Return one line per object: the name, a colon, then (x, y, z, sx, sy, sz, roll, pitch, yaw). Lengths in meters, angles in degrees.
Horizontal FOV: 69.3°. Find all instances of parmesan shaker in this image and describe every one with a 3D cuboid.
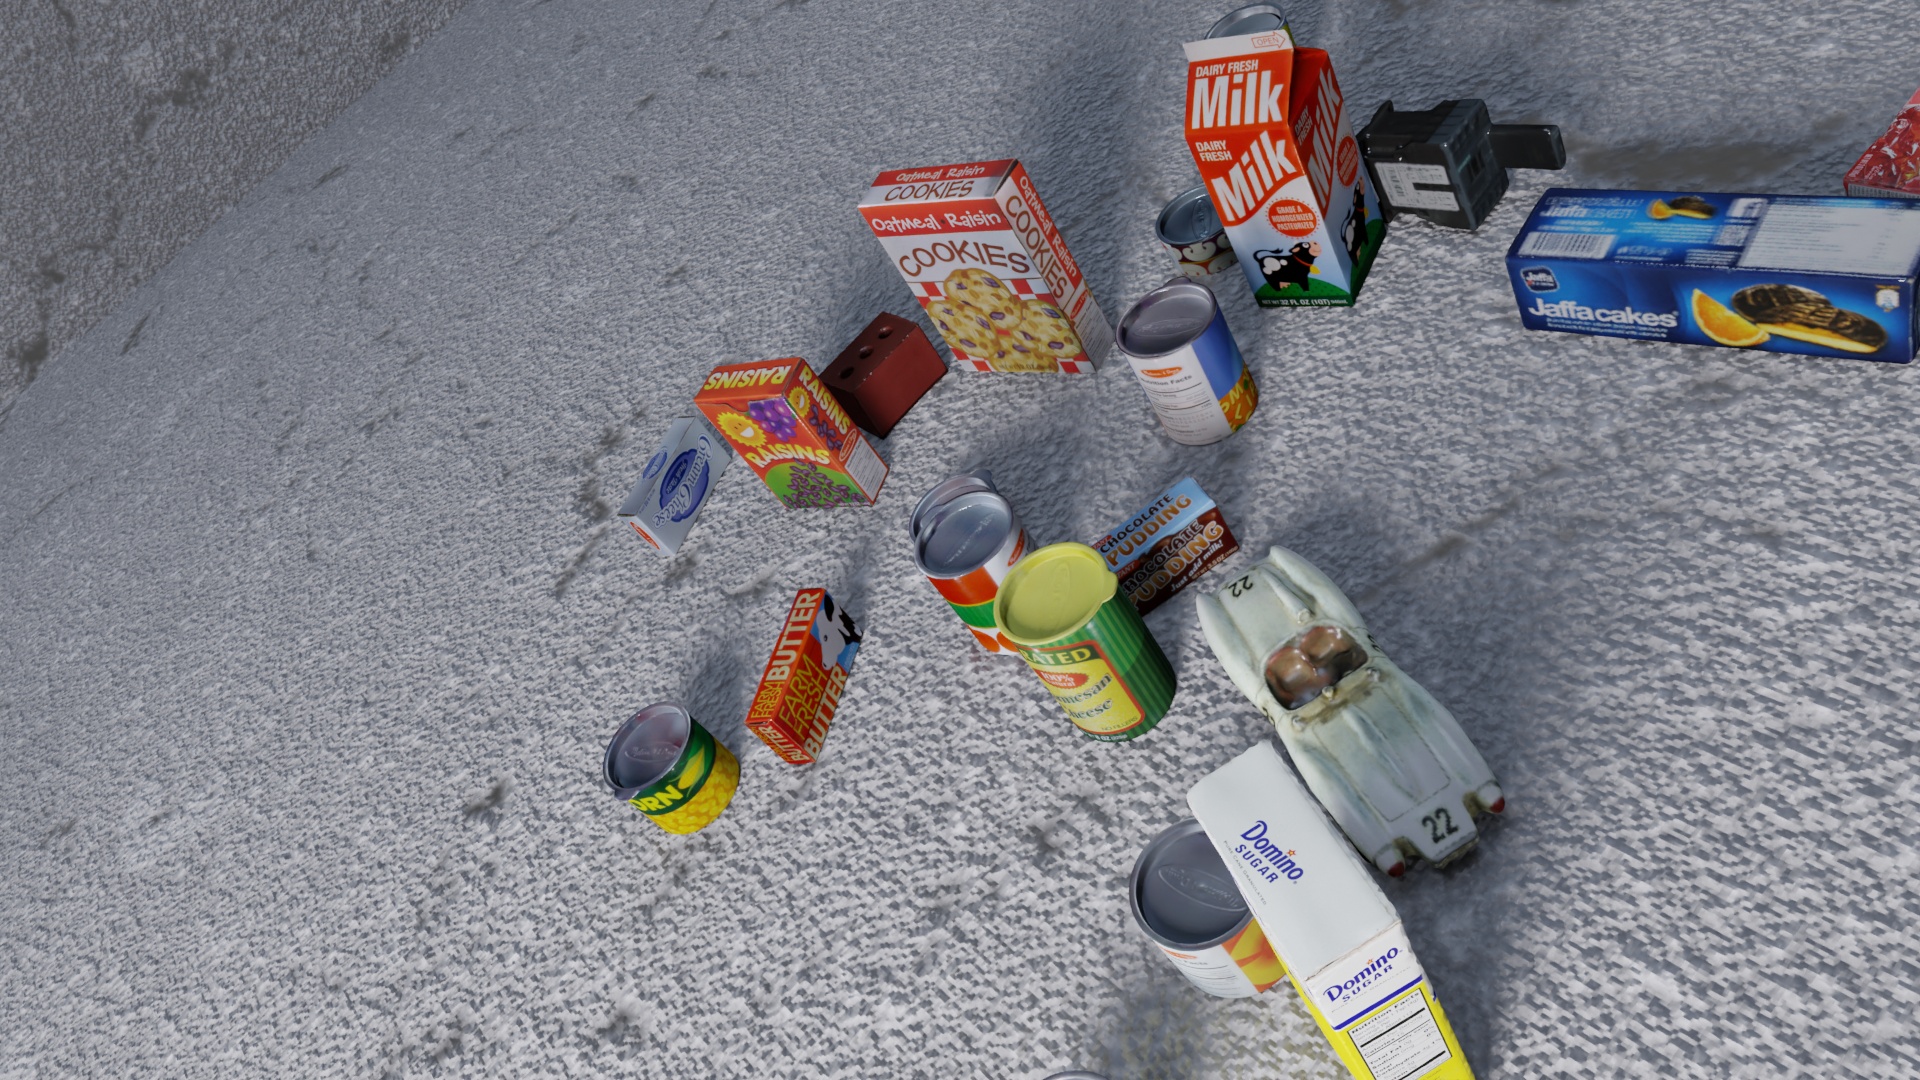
parmesan shaker: (0.072, 0.058, 0.758, 0.071, 0.102, 0.072, -19, 43, 19)

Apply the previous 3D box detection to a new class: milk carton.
milk carton: (0.203, -0.240, 0.881, 0.072, 0.190, 0.074, 6, 56, 39)

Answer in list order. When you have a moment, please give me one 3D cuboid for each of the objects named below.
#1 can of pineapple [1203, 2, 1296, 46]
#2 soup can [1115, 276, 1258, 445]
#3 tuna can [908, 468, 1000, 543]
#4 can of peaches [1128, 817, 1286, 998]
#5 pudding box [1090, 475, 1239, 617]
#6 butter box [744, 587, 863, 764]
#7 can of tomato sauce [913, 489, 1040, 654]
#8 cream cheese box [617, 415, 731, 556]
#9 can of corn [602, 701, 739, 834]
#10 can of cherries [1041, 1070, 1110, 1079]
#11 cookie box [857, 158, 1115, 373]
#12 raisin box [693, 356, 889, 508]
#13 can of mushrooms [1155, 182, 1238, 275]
can of pineapple: (0.231, -0.379, 1.096, 0.071, 0.057, 0.071, -19, 43, 19)
soup can: (0.146, -0.113, 0.884, 0.071, 0.083, 0.072, -19, 43, 19)
tuna can: (0.003, -0.012, 0.926, 0.071, 0.032, 0.071, -19, 43, 19)
can of peaches: (0.122, 0.170, 0.651, 0.071, 0.058, 0.071, -19, 43, 19)
pudding box: (0.117, 0.006, 0.817, 0.084, 0.049, 0.030, -35, 40, 2)
butter box: (-0.098, 0.086, 0.888, 0.024, 0.053, 0.104, -5, 49, 32)
can of tomato sauce: (0.018, 0.020, 0.846, 0.071, 0.083, 0.071, -19, 43, 19)
cream cheese box: (-0.225, -0.043, 1.100, 0.024, 0.053, 0.104, 0, 52, 35)
can of corn: (-0.185, 0.148, 0.886, 0.071, 0.058, 0.071, -19, 43, 19)
can of cherries: (0.056, 0.273, 0.599, 0.071, 0.058, 0.072, -19, 43, 19)
cookie box: (0.020, -0.189, 0.979, 0.123, 0.167, 0.040, 7, 57, 39)
raisin box: (-0.121, -0.075, 1.003, 0.086, 0.123, 0.040, 0, 52, 35)
can of mushrooms: (0.180, -0.226, 1.005, 0.071, 0.033, 0.071, -19, 43, 19)
